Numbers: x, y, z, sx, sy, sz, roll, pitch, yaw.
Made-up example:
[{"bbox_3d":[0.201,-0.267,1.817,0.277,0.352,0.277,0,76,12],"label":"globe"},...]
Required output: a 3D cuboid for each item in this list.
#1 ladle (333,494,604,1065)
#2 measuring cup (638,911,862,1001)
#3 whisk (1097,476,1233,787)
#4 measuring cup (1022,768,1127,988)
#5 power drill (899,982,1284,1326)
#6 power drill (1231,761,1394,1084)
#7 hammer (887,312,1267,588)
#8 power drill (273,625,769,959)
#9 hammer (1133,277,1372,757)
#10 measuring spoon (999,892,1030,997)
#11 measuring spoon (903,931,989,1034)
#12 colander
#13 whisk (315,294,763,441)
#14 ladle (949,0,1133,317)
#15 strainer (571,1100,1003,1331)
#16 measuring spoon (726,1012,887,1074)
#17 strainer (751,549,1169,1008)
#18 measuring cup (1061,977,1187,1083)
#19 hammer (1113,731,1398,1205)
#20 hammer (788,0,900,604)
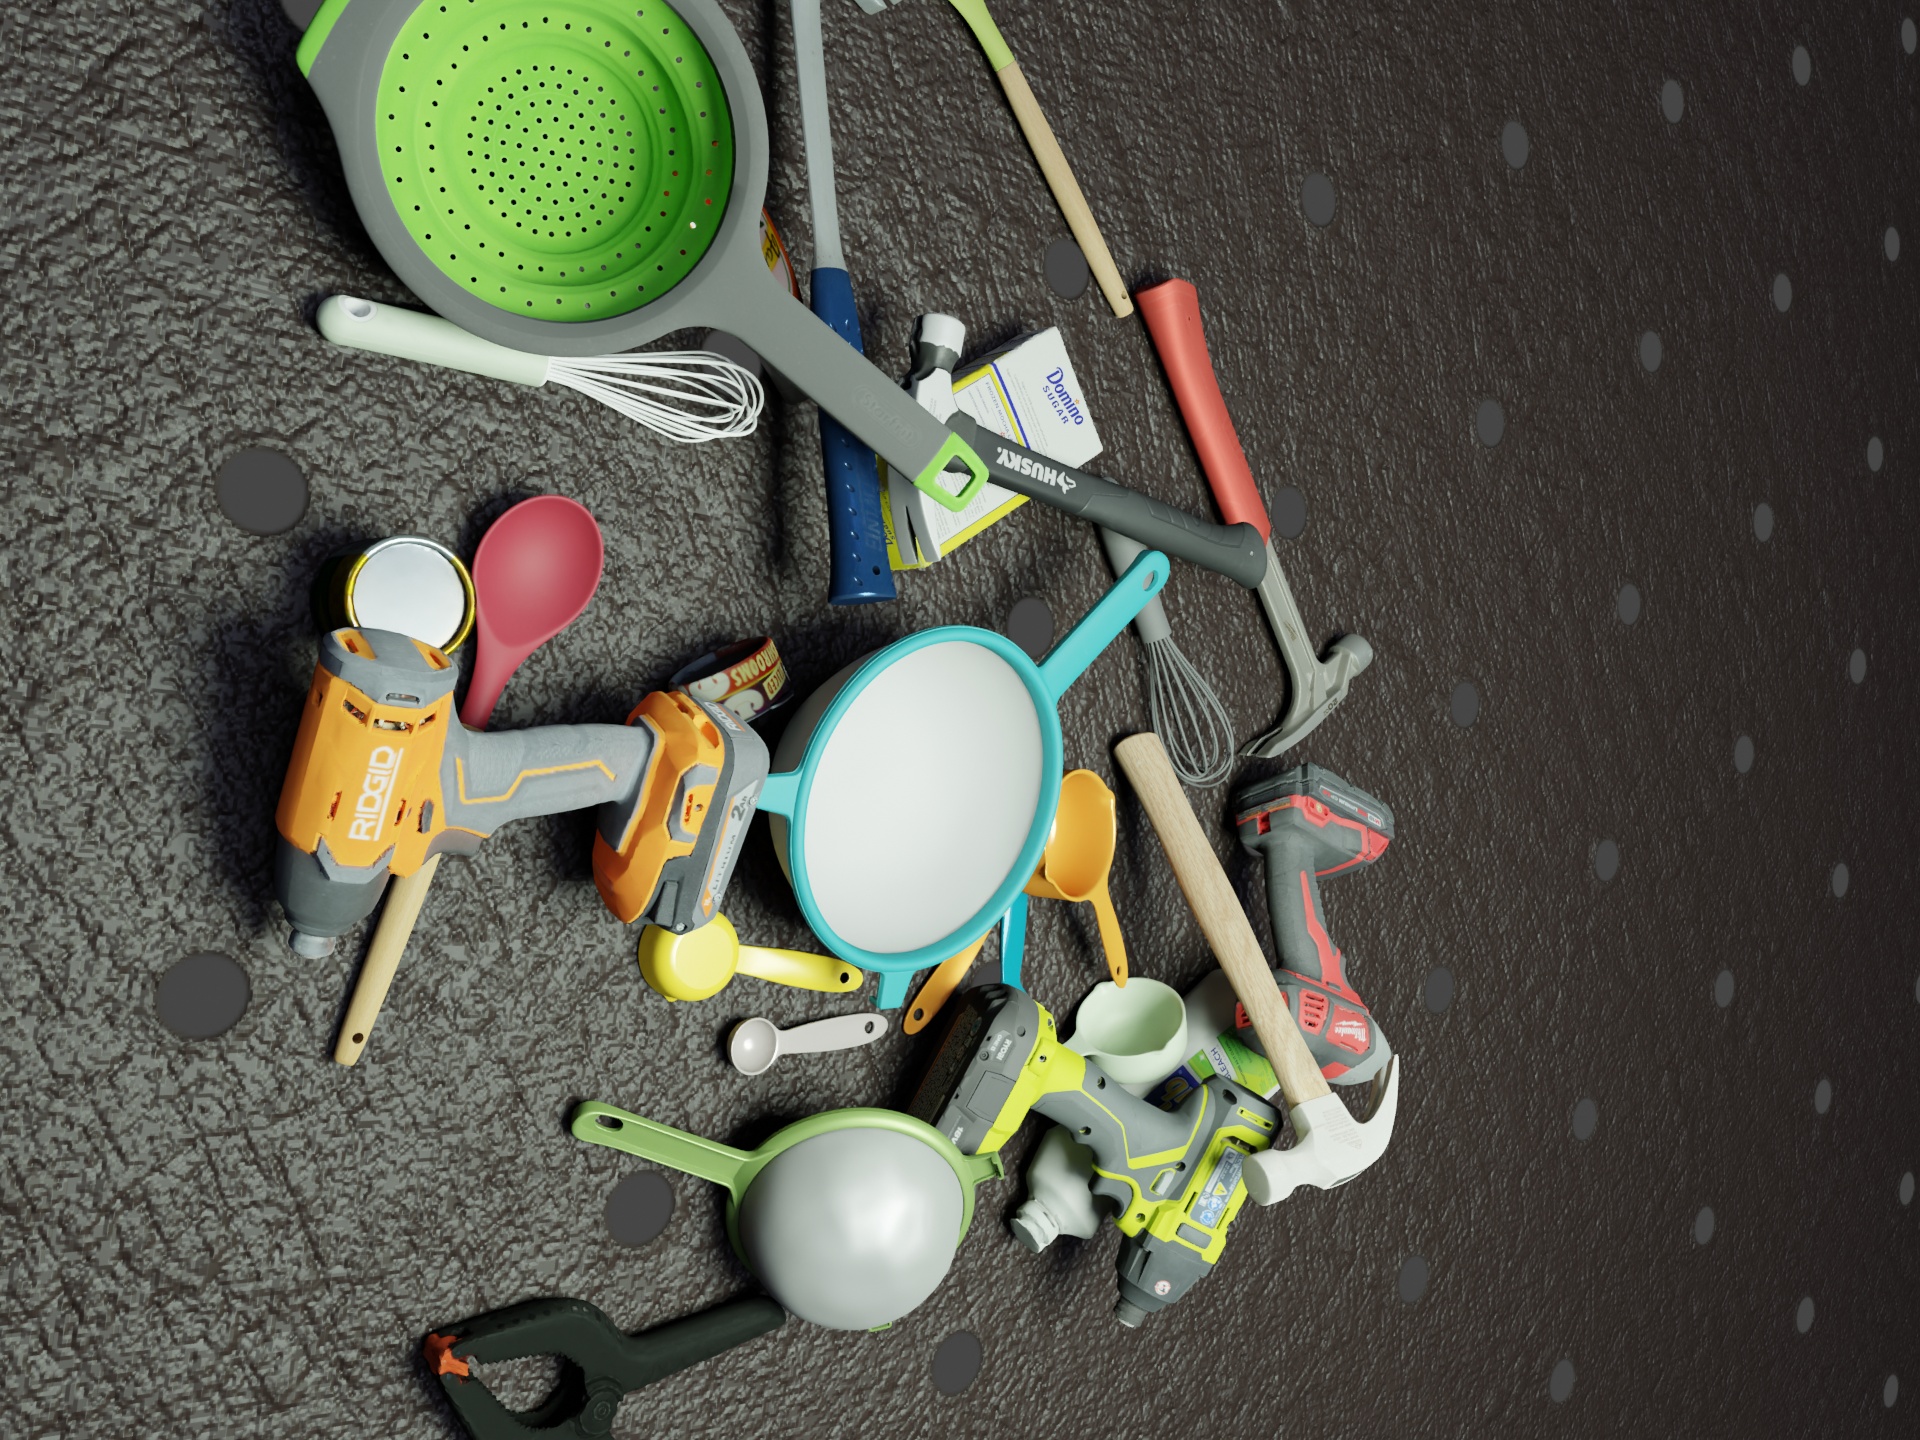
[{"bbox_3d":[-0.266,0.028,0.839,0.069,0.031,0.315,25,79,-35],"label":"ladle"},{"bbox_3d":[-0.117,0.147,0.954,0.156,0.029,0.062,16,82,-35],"label":"measuring cup"},{"bbox_3d":[0.142,-0.062,1.135,0.055,0.055,0.239,-30,106,-33],"label":"whisk"},{"bbox_3d":[0.072,0.111,1.083,0.095,0.052,0.173,-45,127,-43],"label":"measuring cup"},{"bbox_3d":[0.079,0.281,1.027,0.223,0.080,0.171,29,88,-14],"label":"power drill"},{"bbox_3d":[0.264,0.155,1.167,0.143,0.078,0.220,27,54,-32],"label":"power drill"},{"bbox_3d":[0.088,-0.139,1.043,0.334,0.035,0.146,15,81,-40],"label":"hammer"},{"bbox_3d":[-0.226,0.050,0.803,0.226,0.084,0.164,10,108,-38],"label":"power drill"},{"bbox_3d":[0.204,-0.153,1.184,0.149,0.037,0.358,-39,114,-30],"label":"hammer"},{"bbox_3d":[0.040,0.161,1.080,0.042,0.021,0.128,3,89,-37],"label":"measuring spoon"},{"bbox_3d":[-0.004,0.159,1.056,0.021,0.011,0.117,47,69,-27],"label":"measuring spoon"},{"bbox_3d":[-0.146,-0.246,0.841,0.396,0.095,0.204,38,92,-23],"label":"colander"},{"bbox_3d":[-0.218,-0.190,0.858,0.246,0.059,0.058,6,51,-34],"label":"whisk"},{"bbox_3d":[0.049,-0.408,1.044,0.078,0.062,0.320,-46,120,-26],"label":"ladle"},{"bbox_3d":[-0.106,0.284,0.915,0.256,0.069,0.151,26,110,-21],"label":"strainer"},{"bbox_3d":[-0.096,0.195,0.987,0.124,0.018,0.034,1,91,-44],"label":"measuring spoon"},{"bbox_3d":[-0.002,-0.003,0.989,0.340,0.095,0.210,-46,130,-25],"label":"strainer"},{"bbox_3d":[0.083,0.239,1.098,0.167,0.083,0.038,-27,126,-16],"label":"measuring cup"},{"bbox_3d":[0.185,0.149,1.064,0.130,0.031,0.332,-10,60,-24],"label":"hammer"},{"bbox_3d":[-0.072,-0.270,0.924,0.144,0.035,0.405,-3,87,-49],"label":"hammer"}]
